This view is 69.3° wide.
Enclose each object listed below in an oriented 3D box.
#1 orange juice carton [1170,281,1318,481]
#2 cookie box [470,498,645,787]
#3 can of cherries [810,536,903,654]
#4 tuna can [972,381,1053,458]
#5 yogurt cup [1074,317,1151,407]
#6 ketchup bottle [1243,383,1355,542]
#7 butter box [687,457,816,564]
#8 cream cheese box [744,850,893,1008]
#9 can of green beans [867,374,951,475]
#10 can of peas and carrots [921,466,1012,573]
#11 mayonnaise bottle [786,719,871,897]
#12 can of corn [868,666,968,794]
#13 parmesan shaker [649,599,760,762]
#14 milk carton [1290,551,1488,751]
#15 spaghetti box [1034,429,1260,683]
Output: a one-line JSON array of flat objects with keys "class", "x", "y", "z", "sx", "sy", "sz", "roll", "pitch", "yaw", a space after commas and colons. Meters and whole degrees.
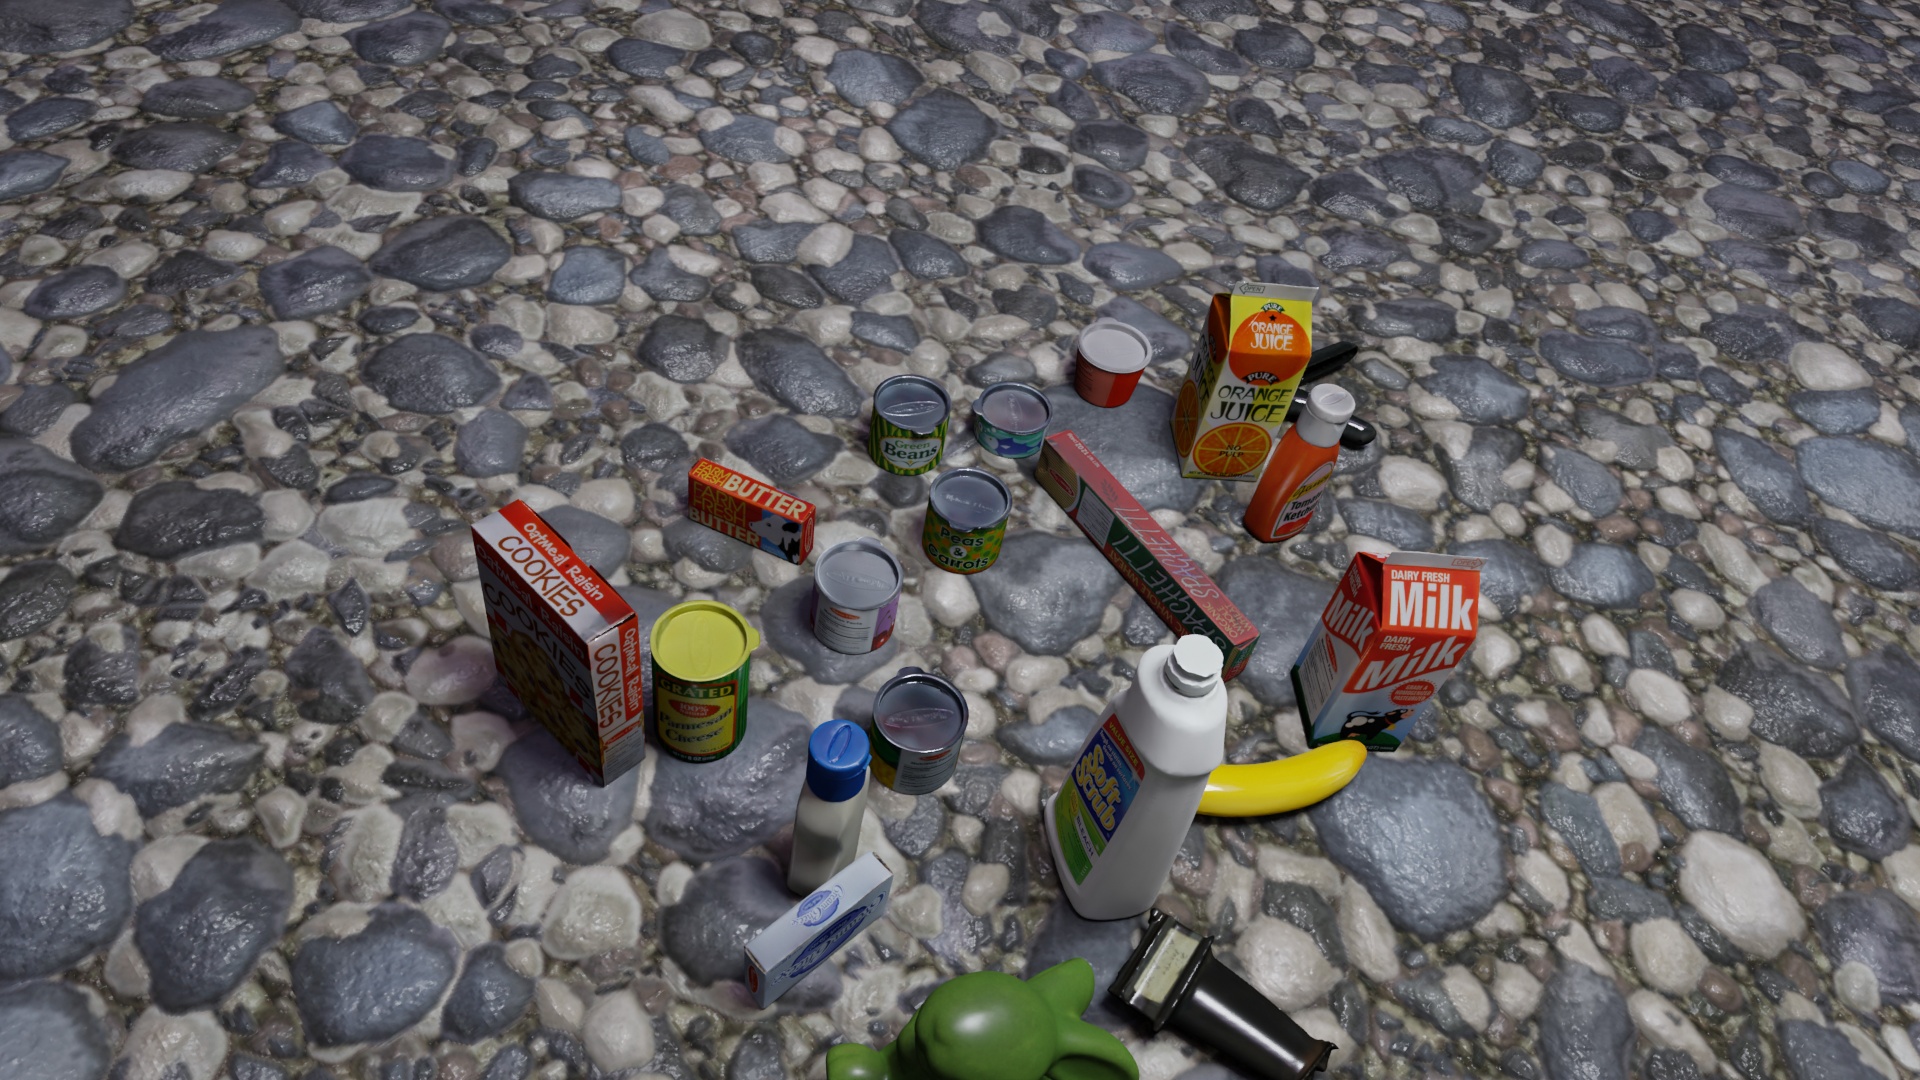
[{"class": "orange juice carton", "x": 0.240, "y": -0.142, "z": 1.177, "sx": 0.072, "sy": 0.191, "sz": 0.073, "roll": 3, "pitch": 49, "yaw": -8}, {"class": "cookie box", "x": -0.261, "y": 0.069, "z": 0.913, "sx": 0.123, "sy": 0.166, "sz": 0.040, "roll": 39, "pitch": 53, "yaw": 22}, {"class": "can of cherries", "x": -0.078, "y": 0.041, "z": 1.045, "sx": 0.071, "sy": 0.058, "sz": 0.072, "roll": 5, "pitch": 48, "yaw": -6}, {"class": "tuna can", "x": 0.043, "y": -0.105, "z": 1.215, "sx": 0.071, "sy": 0.032, "sz": 0.071, "roll": 5, "pitch": 48, "yaw": -6}, {"class": "yogurt cup", "x": 0.135, "y": -0.158, "z": 1.265, "sx": 0.072, "sy": 0.053, "sz": 0.073, "roll": 5, "pitch": 48, "yaw": -6}, {"class": "ketchup bottle", "x": 0.282, "y": -0.064, "z": 1.145, "sx": 0.065, "sy": 0.148, "sz": 0.043, "roll": -23, "pitch": 57, "yaw": -27}, {"class": "butter box", "x": -0.165, "y": -0.023, "z": 1.089, "sx": 0.103, "sy": 0.052, "sz": 0.024, "roll": 23, "pitch": 49, "yaw": 10}, {"class": "cream cheese box", "x": -0.089, "y": 0.242, "z": 0.868, "sx": 0.104, "sy": 0.053, "sz": 0.024, "roll": -32, "pitch": 61, "yaw": -32}, {"class": "can of green beans", "x": -0.044, "y": -0.097, "z": 1.175, "sx": 0.071, "sy": 0.057, "sz": 0.071, "roll": 5, "pitch": 48, "yaw": -6}, {"class": "can of peas and carrots", "x": 0.004, "y": -0.014, "z": 1.109, "sx": 0.071, "sy": 0.058, "sz": 0.071, "roll": 5, "pitch": 48, "yaw": -6}, {"class": "mayonnaise bottle", "x": -0.082, "y": 0.167, "z": 0.873, "sx": 0.041, "sy": 0.147, "sz": 0.065, "roll": 19, "pitch": 48, "yaw": 6}, {"class": "can of corn", "x": -0.031, "y": 0.133, "z": 0.972, "sx": 0.071, "sy": 0.058, "sz": 0.071, "roll": 5, "pitch": 48, "yaw": -6}, {"class": "parmesan shaker", "x": -0.174, "y": 0.098, "z": 0.947, "sx": 0.071, "sy": 0.102, "sz": 0.072, "roll": 5, "pitch": 48, "yaw": -6}, {"class": "milk carton", "x": 0.308, "y": 0.071, "z": 1.003, "sx": 0.072, "sy": 0.189, "sz": 0.074, "roll": 3, "pitch": 49, "yaw": -8}, {"class": "spaghetti box", "x": 0.146, "y": 0.009, "z": 1.121, "sx": 0.029, "sy": 0.049, "sz": 0.251, "roll": -23, "pitch": 57, "yaw": -27}]
